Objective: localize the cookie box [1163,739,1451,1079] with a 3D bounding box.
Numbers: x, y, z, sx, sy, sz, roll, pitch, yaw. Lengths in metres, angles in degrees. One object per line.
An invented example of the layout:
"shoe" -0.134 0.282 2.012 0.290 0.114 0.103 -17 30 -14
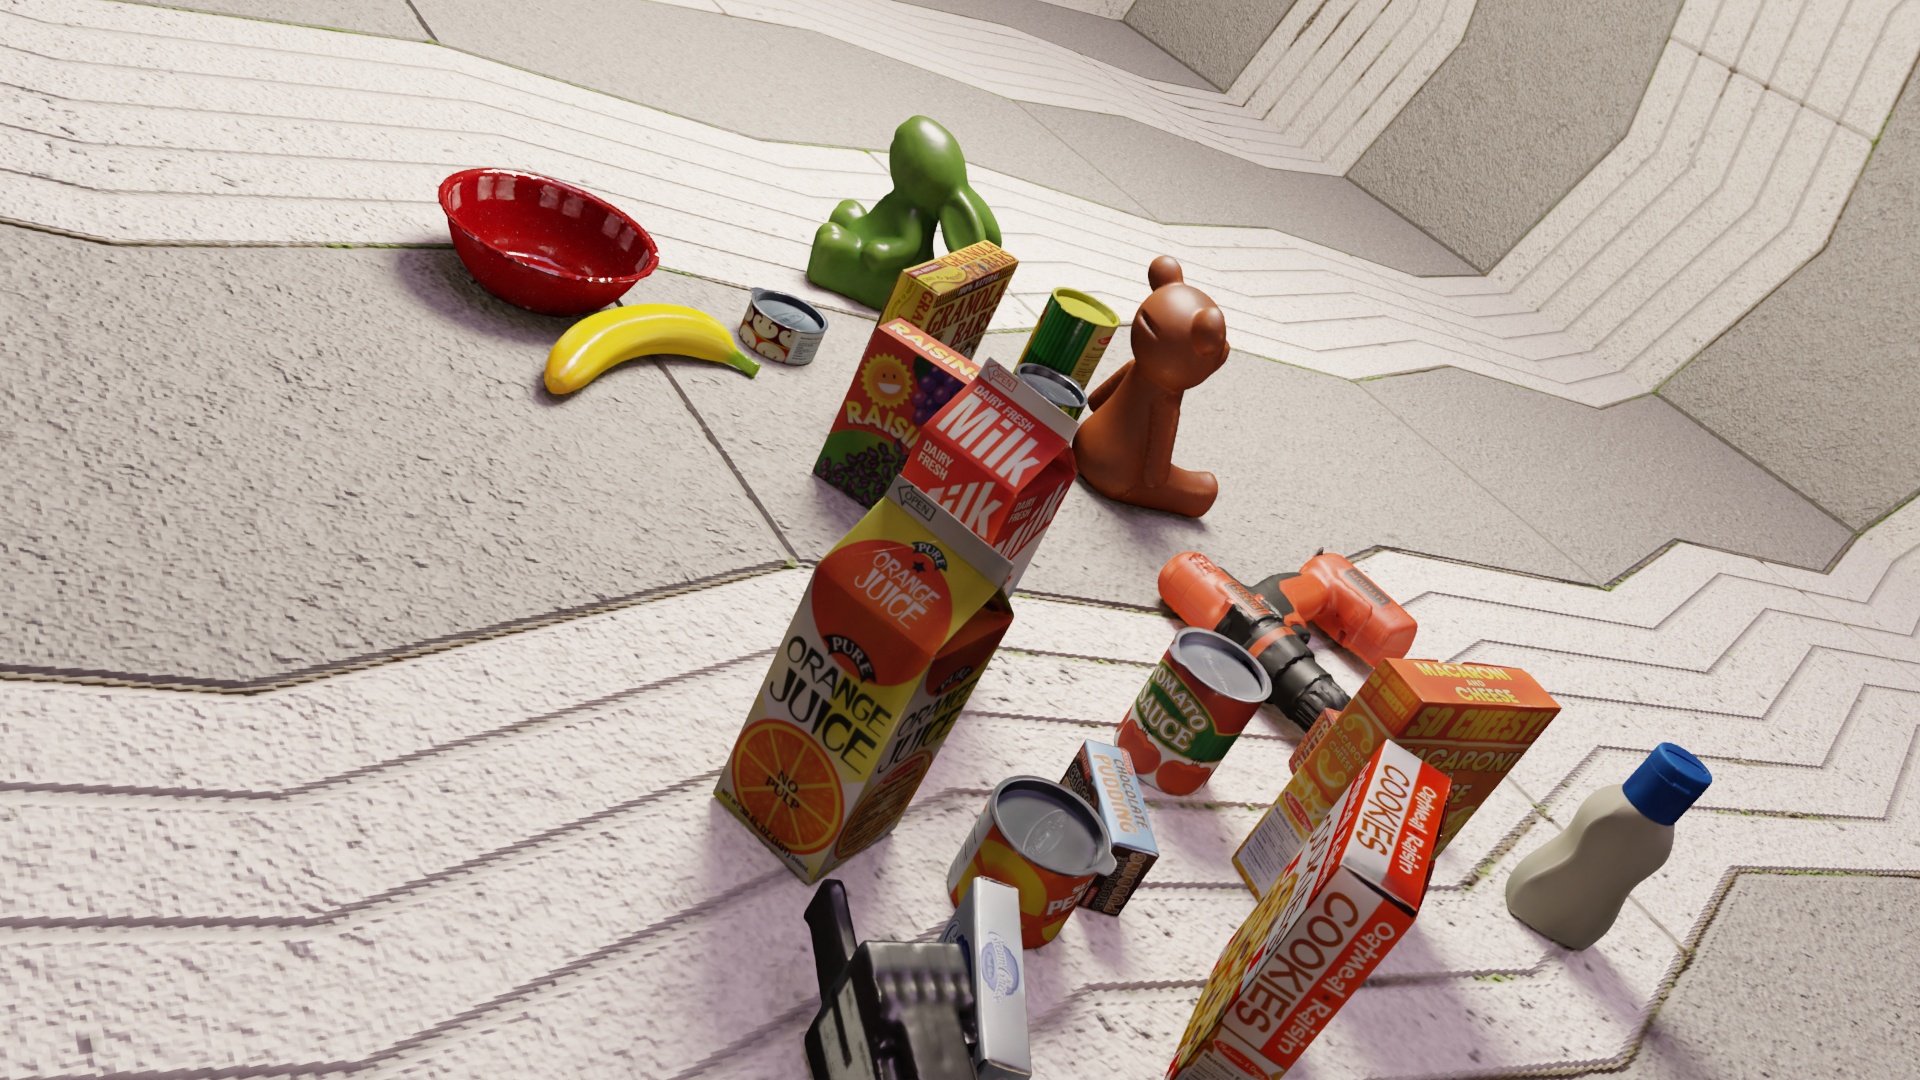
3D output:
"cookie box" 0.164 0.188 0.657 0.040 0.166 0.123 34 29 11

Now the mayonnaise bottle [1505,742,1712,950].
"mayonnaise bottle" 0.412 0.192 0.878 0.065 0.147 0.041 30 28 4

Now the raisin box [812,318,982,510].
"raisin box" -0.040 -0.080 0.968 0.086 0.122 0.040 33 29 11

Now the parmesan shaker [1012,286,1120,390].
"parmesan shaker" 0.088 -0.164 1.233 0.071 0.102 0.071 21 29 -12

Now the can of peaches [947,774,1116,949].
"can of peaches" 0.036 0.164 0.702 0.071 0.057 0.071 21 29 -12

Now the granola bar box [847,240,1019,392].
"granola bar box" -0.022 -0.172 1.131 0.039 0.123 0.166 33 29 10

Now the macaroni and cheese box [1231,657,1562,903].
"macaroni and cheese box" 0.250 0.142 0.805 0.124 0.165 0.040 7 34 -33

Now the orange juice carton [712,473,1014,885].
"orange juice carton" -0.041 0.064 0.661 0.072 0.191 0.073 38 30 19

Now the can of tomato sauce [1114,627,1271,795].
"can of tomato sauce" 0.141 0.106 0.858 0.071 0.082 0.071 21 29 -12

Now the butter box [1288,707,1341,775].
"butter box" 0.278 0.150 0.932 0.103 0.053 0.024 18 30 -16

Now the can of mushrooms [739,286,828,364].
"can of mushrooms" -0.145 -0.174 1.126 0.071 0.033 0.071 21 29 -12

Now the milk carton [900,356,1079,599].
"milk carton" 0.003 -0.010 0.821 0.072 0.189 0.074 39 30 20

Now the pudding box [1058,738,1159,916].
"pudding box" 0.078 0.155 0.760 0.030 0.049 0.084 18 30 -17

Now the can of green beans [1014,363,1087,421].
"can of green beans" 0.065 -0.107 1.168 0.071 0.057 0.071 21 29 -12

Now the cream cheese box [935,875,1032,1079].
"cream cheese box" 0.008 0.206 0.615 0.024 0.053 0.104 20 29 -13
